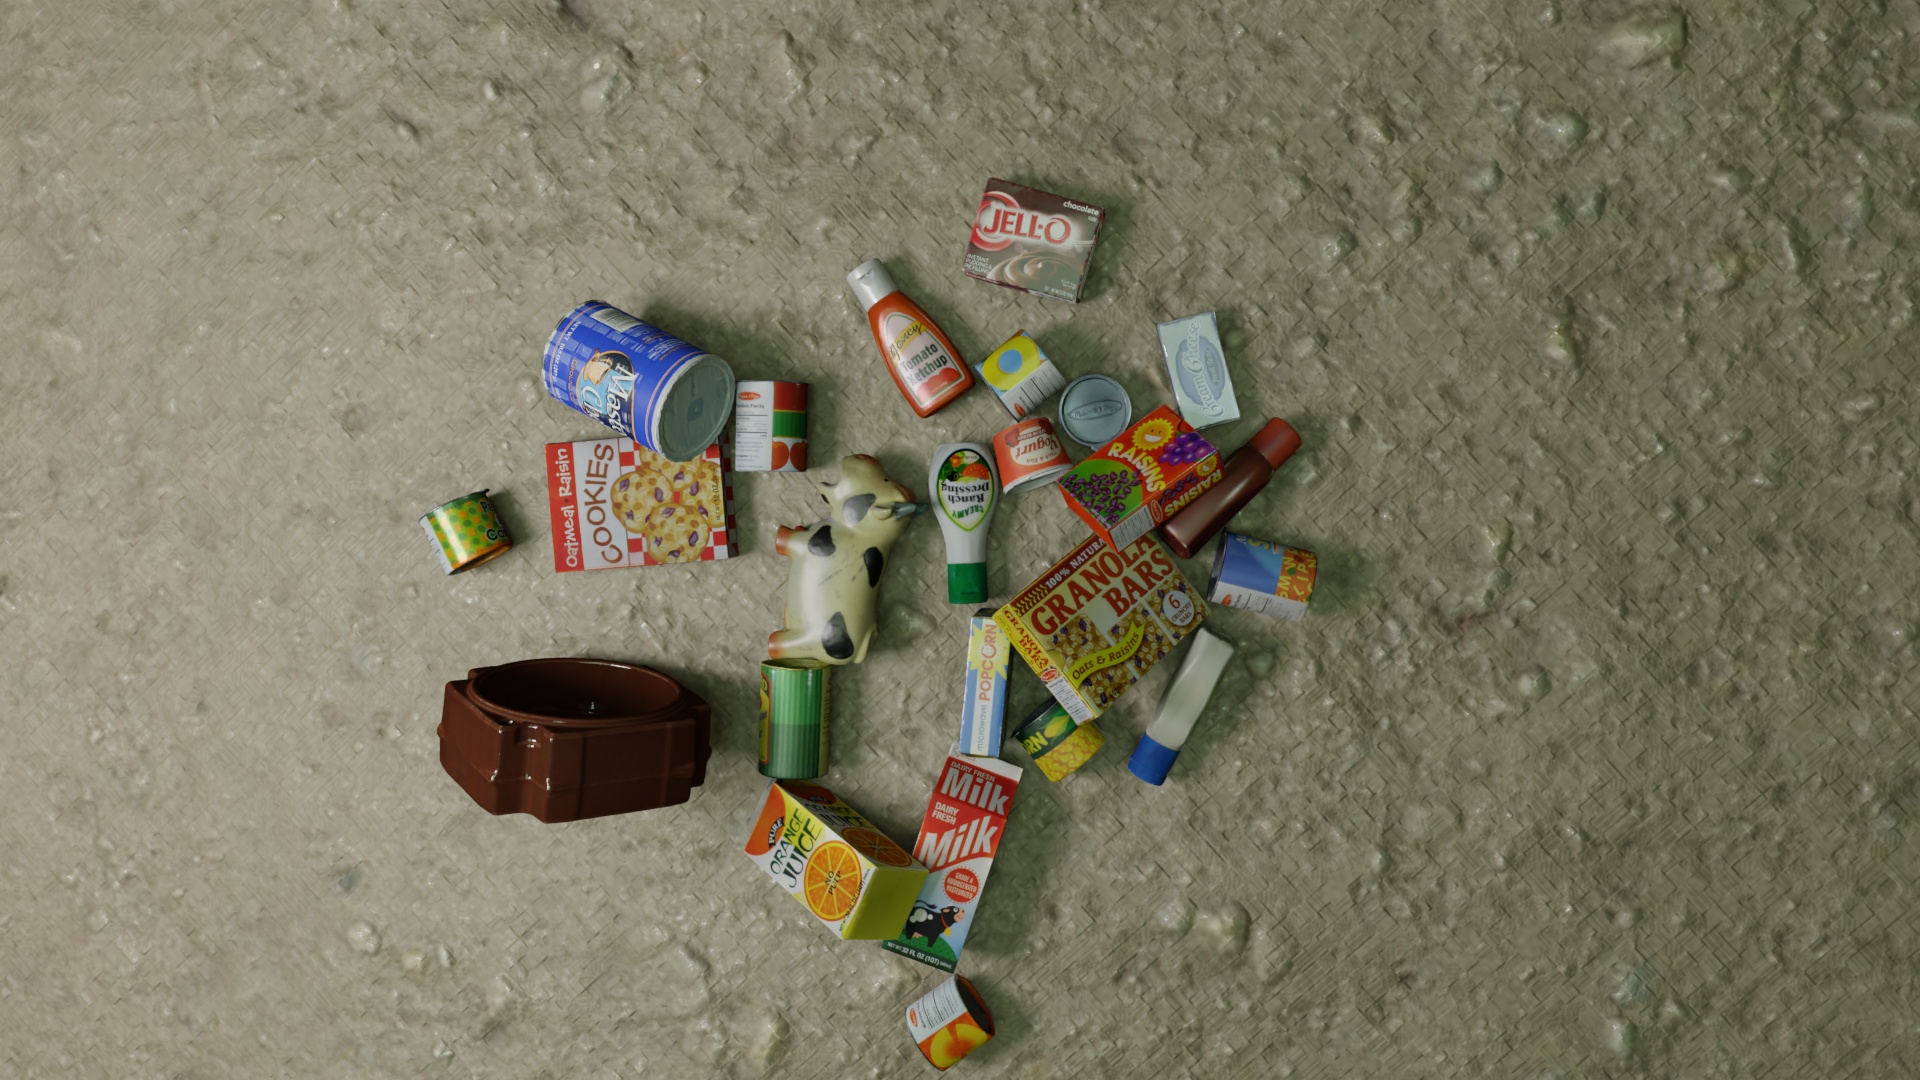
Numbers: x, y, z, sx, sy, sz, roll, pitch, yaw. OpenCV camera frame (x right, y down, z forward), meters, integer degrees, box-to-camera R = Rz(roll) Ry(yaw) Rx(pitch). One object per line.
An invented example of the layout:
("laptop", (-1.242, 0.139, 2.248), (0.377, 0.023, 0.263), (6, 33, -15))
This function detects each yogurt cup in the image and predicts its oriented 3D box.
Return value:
("yogurt cup", (0.063, -0.078, 1.262), (0.072, 0.072, 0.054), (-20, 82, 5))

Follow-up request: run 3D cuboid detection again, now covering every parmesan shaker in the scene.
("parmesan shaker", (-0.153, 0.164, 1.283), (0.071, 0.071, 0.103), (2, 92, 5))

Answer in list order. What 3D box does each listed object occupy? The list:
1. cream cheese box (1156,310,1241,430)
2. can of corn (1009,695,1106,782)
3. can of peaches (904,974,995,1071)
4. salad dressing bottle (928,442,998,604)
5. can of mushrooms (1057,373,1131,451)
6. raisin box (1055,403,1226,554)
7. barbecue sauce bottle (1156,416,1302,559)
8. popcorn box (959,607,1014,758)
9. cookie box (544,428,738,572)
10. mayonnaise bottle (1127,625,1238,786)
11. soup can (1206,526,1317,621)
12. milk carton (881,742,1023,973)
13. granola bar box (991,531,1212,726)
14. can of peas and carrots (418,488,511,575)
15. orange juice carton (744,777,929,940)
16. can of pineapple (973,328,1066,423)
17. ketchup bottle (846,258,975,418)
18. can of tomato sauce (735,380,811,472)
("cream cheese box", (0.217, -0.153, 1.265), (0.053, 0.024, 0.103), (-15, 90, 6))
("can of corn", (0.089, 0.179, 1.264), (0.071, 0.071, 0.058), (-39, 89, 5))
("can of peaches", (-0.008, 0.446, 1.283), (0.058, 0.071, 0.071), (-36, 89, 5))
("salad dressing bottle", (0.005, -0.016, 1.278), (0.064, 0.044, 0.147), (-3, 92, -6))
("can of mushrooms", (0.123, -0.116, 1.270), (0.071, 0.033, 0.071), (0, 91, 4))
("raisin box", (0.159, -0.056, 1.228), (0.123, 0.040, 0.086), (-35, 45, -6))
("barbecue sauce bottle", (0.243, -0.048, 1.249), (0.148, 0.065, 0.044), (-43, 81, -4))
("popcorn box", (0.026, 0.127, 1.260), (0.038, 0.085, 0.126), (6, 93, 6))
("cookie box", (-0.300, -0.038, 1.306), (0.167, 0.040, 0.123), (-5, 91, 5))
("mayonnaise bottle", (0.201, 0.150, 1.258), (0.041, 0.065, 0.148), (27, 98, 6))
("soup can", (0.271, 0.030, 1.246), (0.084, 0.071, 0.071), (13, 93, 4))
("milk carton", (-0.006, 0.286, 1.273), (0.072, 0.073, 0.190), (20, 93, 4))
("granola bar box", (0.128, 0.065, 1.228), (0.166, 0.039, 0.124), (-37, 88, -31))
("can of peas and carrots", (-0.464, -0.008, 1.309), (0.071, 0.071, 0.058), (-27, 90, 5))
("orange juice carton", (-0.126, 0.280, 1.260), (0.193, 0.073, 0.071), (29, 96, 40))
("can of pineapple", (0.053, -0.151, 1.260), (0.058, 0.071, 0.071), (-39, 88, 5))
("ketchup bottle", (-0.050, -0.189, 1.279), (0.064, 0.043, 0.149), (-33, 88, 5))
("can of tomato sauce", (-0.173, -0.105, 1.282), (0.071, 0.071, 0.083), (1, 92, 5))
